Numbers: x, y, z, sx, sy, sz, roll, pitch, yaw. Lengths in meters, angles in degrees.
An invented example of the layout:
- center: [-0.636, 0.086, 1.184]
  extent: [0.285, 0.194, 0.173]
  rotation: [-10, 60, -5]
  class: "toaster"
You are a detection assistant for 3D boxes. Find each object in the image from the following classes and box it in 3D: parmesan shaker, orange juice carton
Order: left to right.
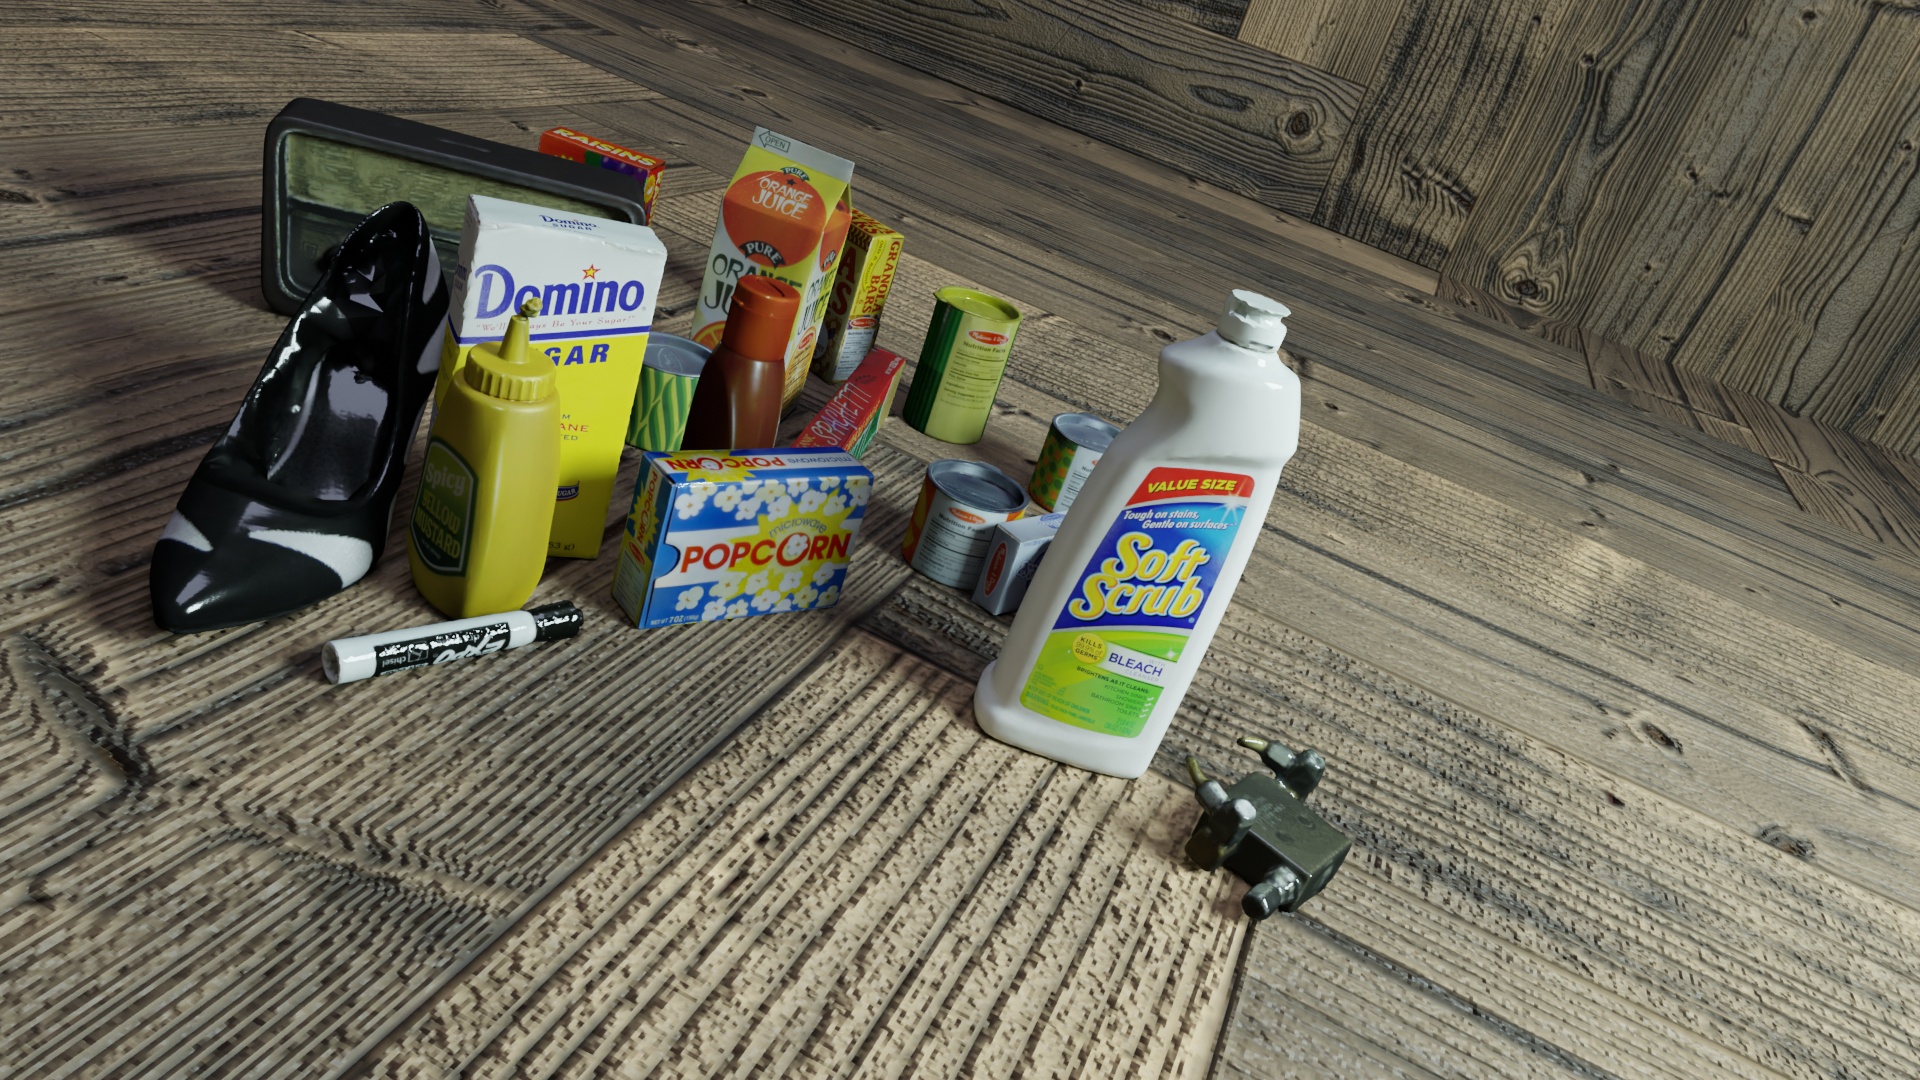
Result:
- center: [-0.130, -0.178, 0.949]
  extent: [0.072, 0.191, 0.073]
  rotation: [21, 25, 3]
  class: "orange juice carton"
- center: [-0.002, -0.134, 1.055]
  extent: [0.071, 0.102, 0.071]
  rotation: [16, 25, -7]
  class: "parmesan shaker"

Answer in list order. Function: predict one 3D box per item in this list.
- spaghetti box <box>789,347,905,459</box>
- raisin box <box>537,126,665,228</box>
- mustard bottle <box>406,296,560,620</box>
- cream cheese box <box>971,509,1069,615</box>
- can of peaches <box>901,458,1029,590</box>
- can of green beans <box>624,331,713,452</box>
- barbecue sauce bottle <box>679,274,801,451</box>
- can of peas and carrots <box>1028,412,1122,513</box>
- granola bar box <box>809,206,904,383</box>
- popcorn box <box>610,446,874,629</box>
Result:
- center: [-0.080, -0.072, 0.936]
  extent: [0.029, 0.050, 0.251]
  rotation: [20, 25, 1]
  class: "spaghetti box"
- center: [-0.279, -0.237, 1.044]
  extent: [0.086, 0.122, 0.040]
  rotation: [19, 25, 0]
  class: "raisin box"
- center: [-0.217, -0.040, 0.645]
  extent: [0.065, 0.159, 0.049]
  rotation: [33, 28, 28]
  class: "mustard bottle"
- center: [0.053, 0.011, 0.859]
  extent: [0.024, 0.053, 0.104]
  rotation: [36, 29, 32]
  class: "cream cheese box"
- center: [0.003, -0.011, 0.862]
  extent: [0.071, 0.057, 0.071]
  rotation: [16, 25, -7]
  class: "can of peaches"
- center: [-0.191, -0.095, 0.896]
  extent: [0.071, 0.057, 0.071]
  rotation: [16, 25, -7]
  class: "can of green beans"
- center: [-0.128, -0.077, 0.797]
  extent: [0.044, 0.147, 0.065]
  rotation: [-2, 32, -39]
  class: "barbecue sauce bottle"
- center: [0.088, -0.054, 1.009]
  extent: [0.071, 0.058, 0.071]
  rotation: [16, 25, -7]
  class: "can of peas and carrots"
- center: [-0.126, -0.217, 1.111]
  extent: [0.166, 0.123, 0.039]
  rotation: [37, 30, 33]
  class: "granola bar box"
- center: [-0.113, -0.004, 0.733]
  extent: [0.127, 0.084, 0.038]
  rotation: [-5, 34, -42]
  class: "popcorn box"
